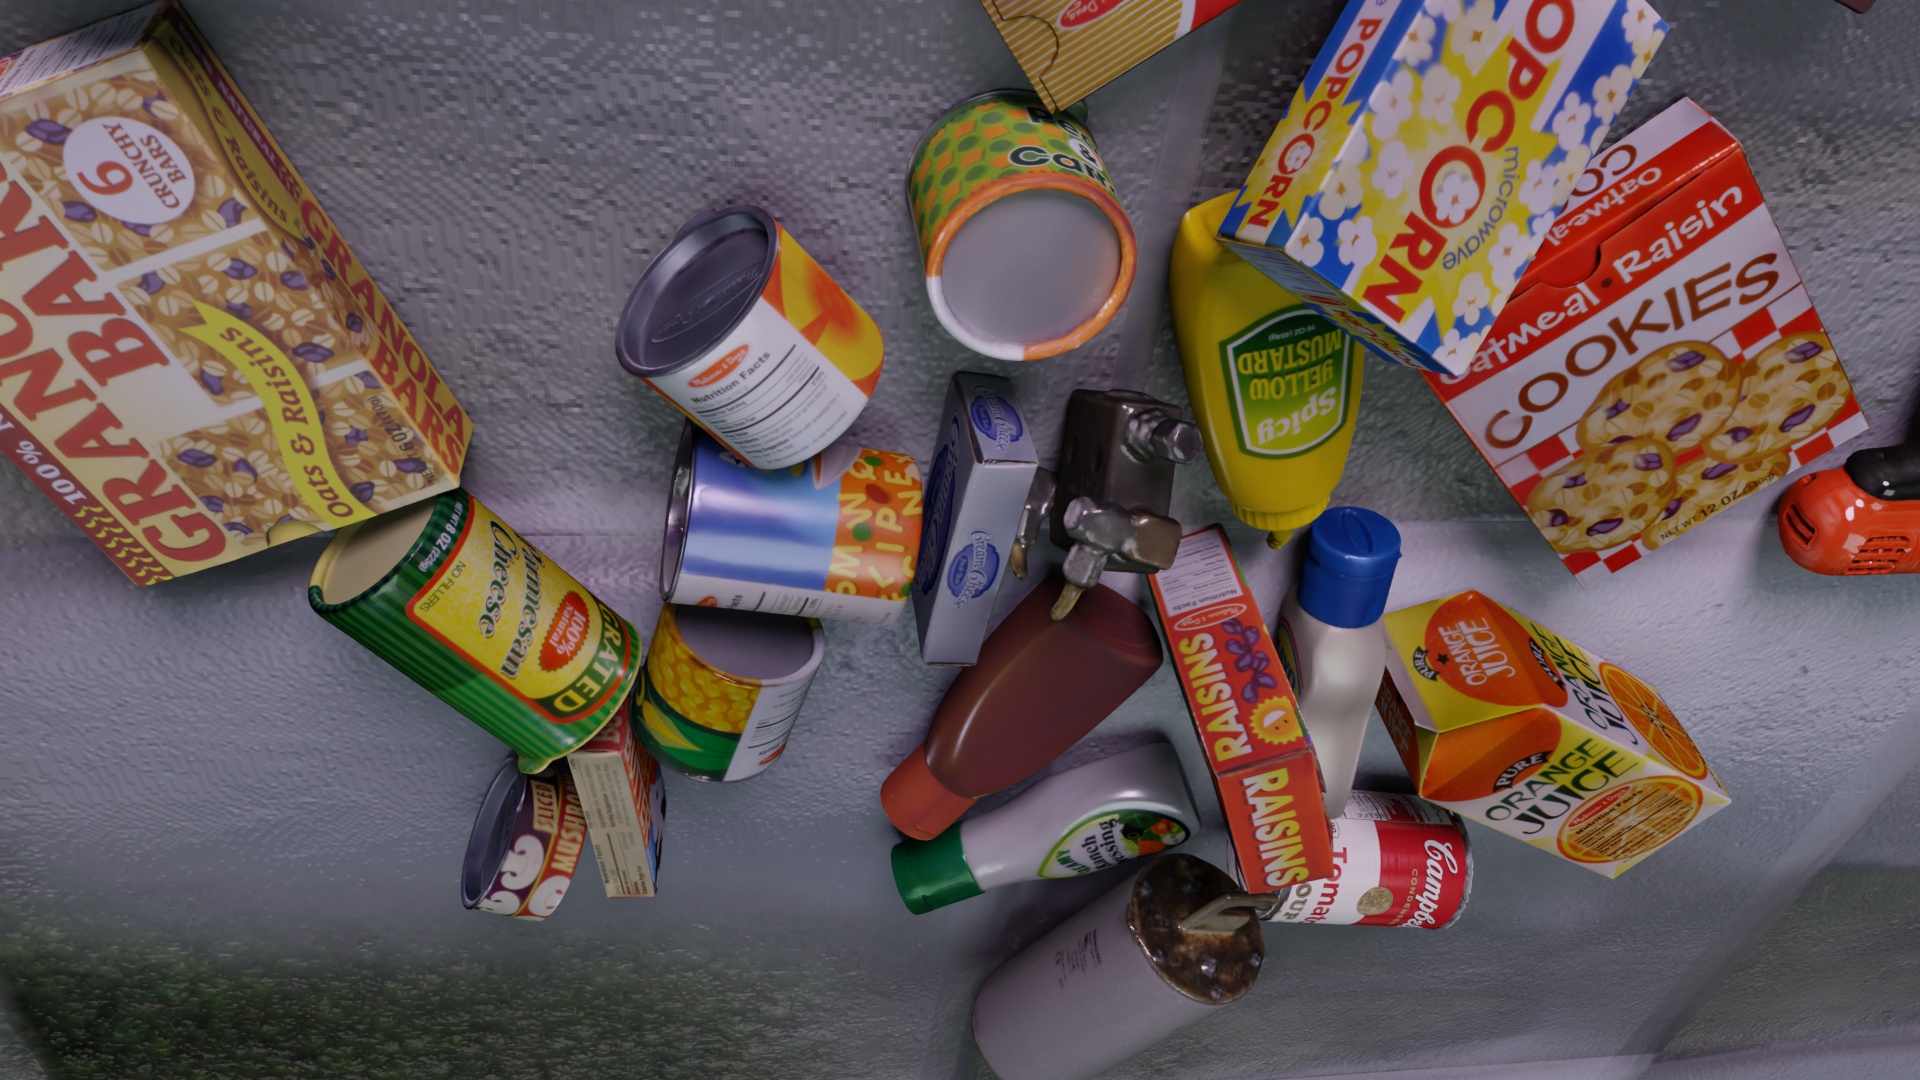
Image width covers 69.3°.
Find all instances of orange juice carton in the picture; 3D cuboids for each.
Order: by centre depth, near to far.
[{"bbox_3d":[0.260,0.087,0.645,0.192,0.072,0.072,24,124,-28],"label":"orange juice carton"}]

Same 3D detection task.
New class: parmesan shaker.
[{"bbox_3d":[-0.179,0.031,0.516,0.071,0.071,0.103,-29,130,16],"label":"parmesan shaker"}]

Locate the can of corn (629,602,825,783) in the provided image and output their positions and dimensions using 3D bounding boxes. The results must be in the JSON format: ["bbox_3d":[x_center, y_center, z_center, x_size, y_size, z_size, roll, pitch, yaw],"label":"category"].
[{"bbox_3d":[-0.095,0.052,0.556,0.071,0.071,0.058,11,128,-19],"label":"can of corn"}]

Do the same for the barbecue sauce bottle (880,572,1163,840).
[{"bbox_3d":[0.020,0.079,0.614,0.065,0.044,0.148,25,124,-28],"label":"barbecue sauce bottle"}]

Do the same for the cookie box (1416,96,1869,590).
[{"bbox_3d":[0.254,-0.065,0.527,0.122,0.040,0.167,-35,128,21],"label":"cookie box"}]

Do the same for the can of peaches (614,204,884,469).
[{"bbox_3d":[-0.067,-0.066,0.451,0.071,0.071,0.058,-31,135,18],"label":"can of peaches"}]

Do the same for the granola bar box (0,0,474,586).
[{"bbox_3d":[-0.253,-0.067,0.436,0.124,0.039,0.164,-17,132,6],"label":"granola bar box"}]

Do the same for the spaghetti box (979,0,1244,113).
[{"bbox_3d":[0.120,-0.206,0.383,0.249,0.029,0.050,-28,131,15],"label":"spaghetti box"}]

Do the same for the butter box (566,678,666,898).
[{"bbox_3d":[-0.147,0.104,0.601,0.024,0.053,0.103,-3,132,-4],"label":"butter box"}]

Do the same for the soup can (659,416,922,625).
[{"bbox_3d":[-0.062,-0.008,0.507,0.084,0.072,0.071,7,130,-17],"label":"soup can"}]

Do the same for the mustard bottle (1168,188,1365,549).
[{"bbox_3d":[0.116,-0.051,0.509,0.065,0.049,0.159,-16,133,2],"label":"mustard bottle"}]

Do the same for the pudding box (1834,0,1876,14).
[{"bbox_3d":[0.274,-0.206,0.410,0.050,0.030,0.083,15,128,-21],"label":"pudding box"}]

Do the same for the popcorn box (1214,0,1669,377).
[{"bbox_3d":[0.147,-0.125,0.422,0.085,0.038,0.126,26,96,-30],"label":"popcorn box"}]

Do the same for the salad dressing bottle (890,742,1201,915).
[{"bbox_3d":[0.040,0.143,0.675,0.147,0.044,0.064,-20,139,9],"label":"salad dressing bottle"}]

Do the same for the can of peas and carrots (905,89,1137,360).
[{"bbox_3d":[0.020,-0.101,0.440,0.071,0.059,0.070,-5,133,-6],"label":"can of peas and carrots"}]

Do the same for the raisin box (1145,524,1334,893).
[{"bbox_3d":[0.113,0.067,0.566,0.040,0.124,0.085,-16,132,5],"label":"raisin box"}]

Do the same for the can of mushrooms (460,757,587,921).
[{"bbox_3d":[-0.189,0.130,0.607,0.033,0.071,0.070,22,125,-27],"label":"can of mushrooms"}]

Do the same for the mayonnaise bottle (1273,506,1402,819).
[{"bbox_3d":[0.158,0.054,0.606,0.041,0.065,0.147,-2,128,-4],"label":"mayonnaise bottle"}]

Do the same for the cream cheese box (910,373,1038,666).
[{"bbox_3d":[0.002,-0.007,0.527,0.024,0.053,0.103,3,131,-15],"label":"cream cheese box"}]
